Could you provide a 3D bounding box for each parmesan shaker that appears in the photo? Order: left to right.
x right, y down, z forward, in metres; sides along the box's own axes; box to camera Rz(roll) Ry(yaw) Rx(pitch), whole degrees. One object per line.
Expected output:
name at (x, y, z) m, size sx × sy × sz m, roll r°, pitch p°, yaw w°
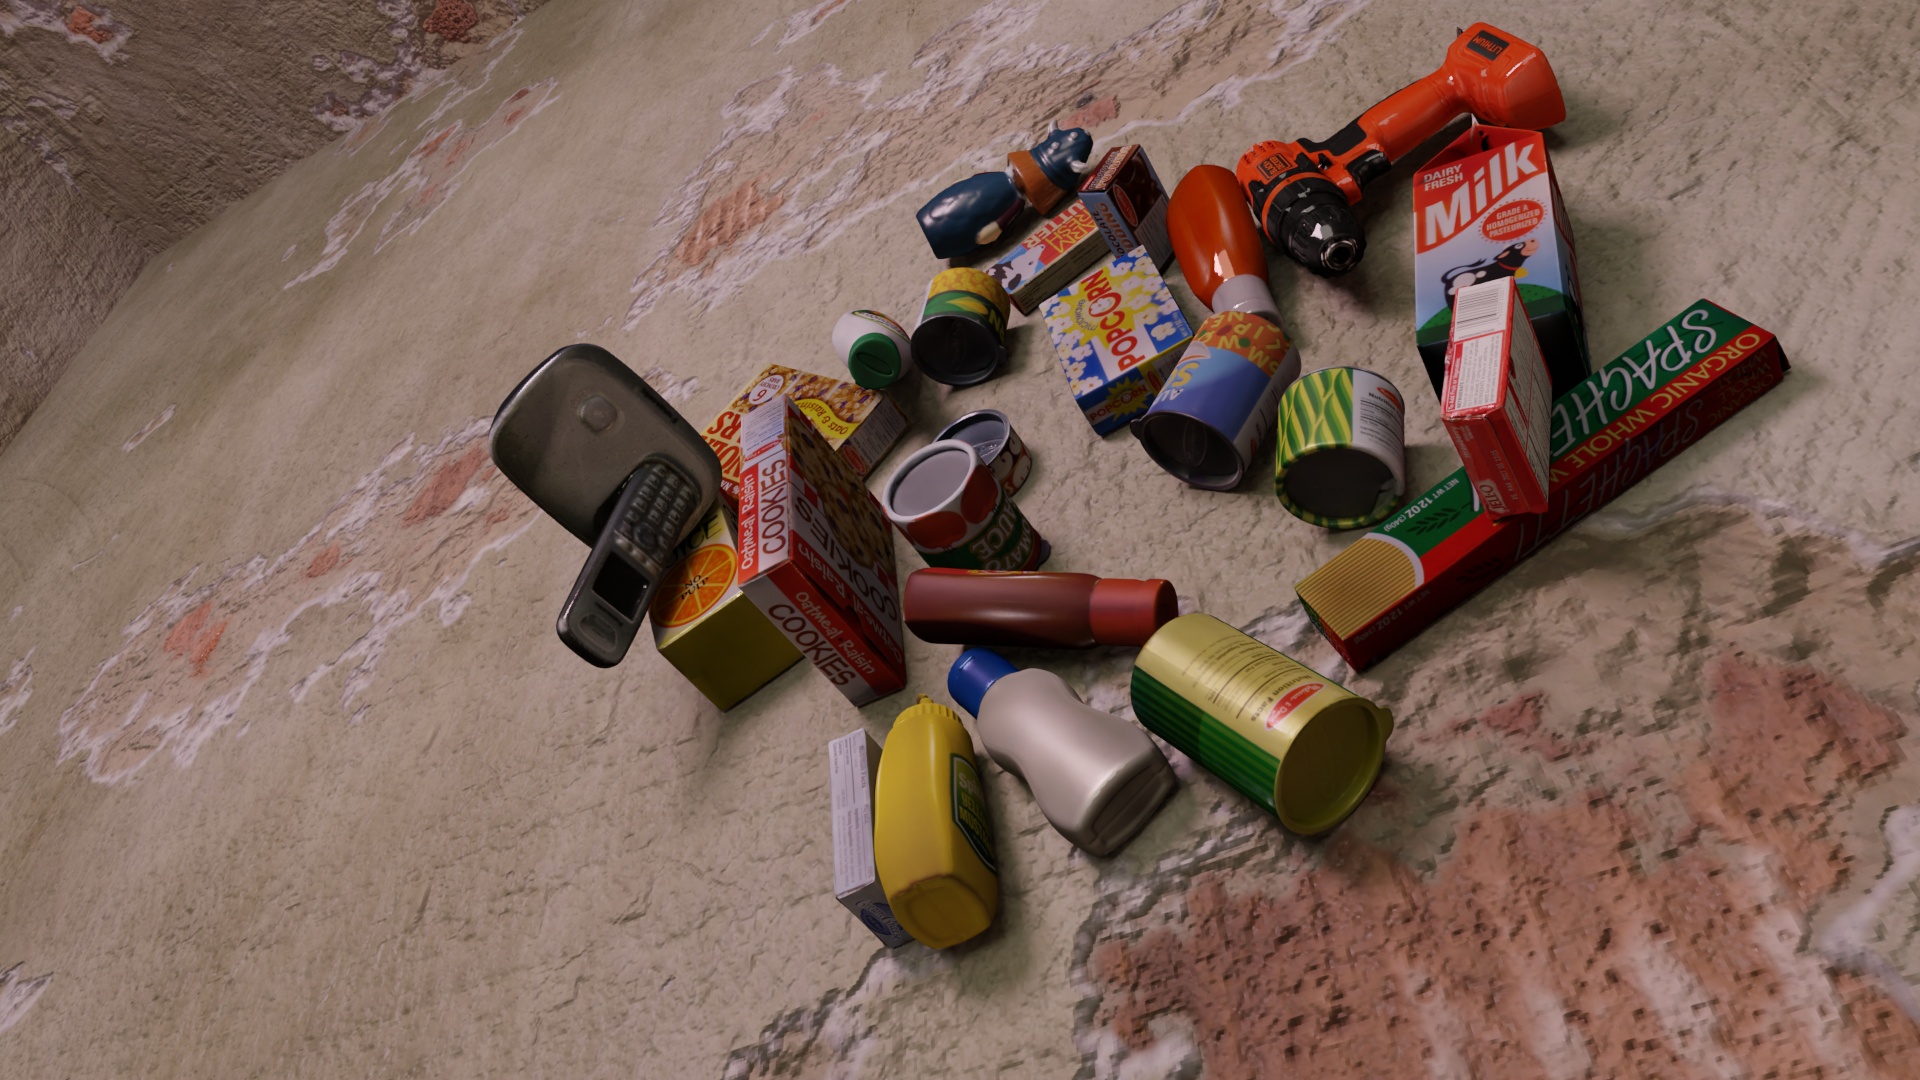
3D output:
parmesan shaker at (0.138, 0.081, 0.646) m, size 0.071 × 0.071 × 0.103 m, roll -45°, pitch 36°, yaw -10°

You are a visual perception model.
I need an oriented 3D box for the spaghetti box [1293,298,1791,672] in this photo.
spaghetti box at (0.279, -0.028, 0.675) m, size 0.250 × 0.028 × 0.050 m, roll -36°, pitch 37°, yaw 3°

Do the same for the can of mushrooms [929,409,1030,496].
can of mushrooms at (0.011, -0.050, 0.916) m, size 0.071 × 0.033 × 0.071 m, roll -22°, pitch 39°, yaw 19°

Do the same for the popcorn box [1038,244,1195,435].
popcorn box at (0.107, -0.134, 0.921) m, size 0.085 × 0.038 × 0.127 m, roll -29°, pitch 37°, yaw 12°

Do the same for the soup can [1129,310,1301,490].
soup can at (0.149, -0.083, 0.806) m, size 0.071 × 0.071 × 0.084 m, roll 8°, pitch 55°, yaw 44°

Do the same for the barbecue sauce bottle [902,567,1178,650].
barbecue sauce bottle at (0.045, 0.039, 0.772) m, size 0.148 × 0.065 × 0.044 m, roll 1°, pitch 79°, yaw 29°

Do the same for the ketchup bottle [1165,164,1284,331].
ketchup bottle at (0.172, -0.180, 0.902) m, size 0.043 × 0.064 × 0.149 m, roll 6°, pitch 45°, yaw -15°

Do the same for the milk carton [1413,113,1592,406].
milk carton at (0.294, -0.153, 0.760) m, size 0.073 × 0.072 × 0.191 m, roll -13°, pitch 43°, yaw 29°

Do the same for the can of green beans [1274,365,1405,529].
can of green beans at (0.199, -0.048, 0.730) m, size 0.071 × 0.071 × 0.058 m, roll -13°, pitch 44°, yaw 30°

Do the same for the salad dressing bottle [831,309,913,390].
salad dressing bottle at (-0.063, -0.139, 1.018) m, size 0.044 × 0.064 × 0.148 m, roll -59°, pitch 11°, yaw 11°

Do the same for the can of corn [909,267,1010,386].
can of corn at (0.003, -0.155, 1.008) m, size 0.071 × 0.071 × 0.058 m, roll -15°, pitch 42°, yaw 28°

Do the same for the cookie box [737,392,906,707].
cookie box at (-0.086, 0.003, 0.863) m, size 0.040 × 0.122 × 0.168 m, roll -28°, pitch 38°, yaw 15°

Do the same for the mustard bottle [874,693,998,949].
mustard bottle at (-0.015, 0.130, 0.720) m, size 0.049 × 0.065 × 0.161 m, roll -24°, pitch 35°, yaw 12°

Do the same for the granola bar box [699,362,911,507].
granola bar box at (-0.132, -0.069, 1.048) m, size 0.165 × 0.039 × 0.124 m, roll 19°, pitch 63°, yaw 48°

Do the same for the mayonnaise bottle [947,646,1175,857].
mayonnaise bottle at (0.044, 0.101, 0.721) m, size 0.065 × 0.041 × 0.148 m, roll -44°, pitch 36°, yaw -8°

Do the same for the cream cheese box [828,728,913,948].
cream cheese box at (-0.045, 0.154, 0.727) m, size 0.024 × 0.053 × 0.104 m, roll -26°, pitch 38°, yaw 13°

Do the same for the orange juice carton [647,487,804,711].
orange juice carton at (-0.173, 0.022, 0.958) m, size 0.073 × 0.071 × 0.193 m, roll -35°, pitch 37°, yaw 3°

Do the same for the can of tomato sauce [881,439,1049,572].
can of tomato sauce at (0.003, -0.011, 0.838) m, size 0.071 × 0.083 × 0.071 m, roll -23°, pitch 39°, yaw 20°

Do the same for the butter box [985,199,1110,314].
butter box at (0.074, -0.218, 1.050) m, size 0.103 × 0.024 × 0.053 m, roll -37°, pitch 37°, yaw 1°

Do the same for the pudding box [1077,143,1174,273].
pudding box at (0.122, -0.230, 0.973) m, size 0.030 × 0.083 × 0.050 m, roll 12°, pitch 59°, yaw 47°
